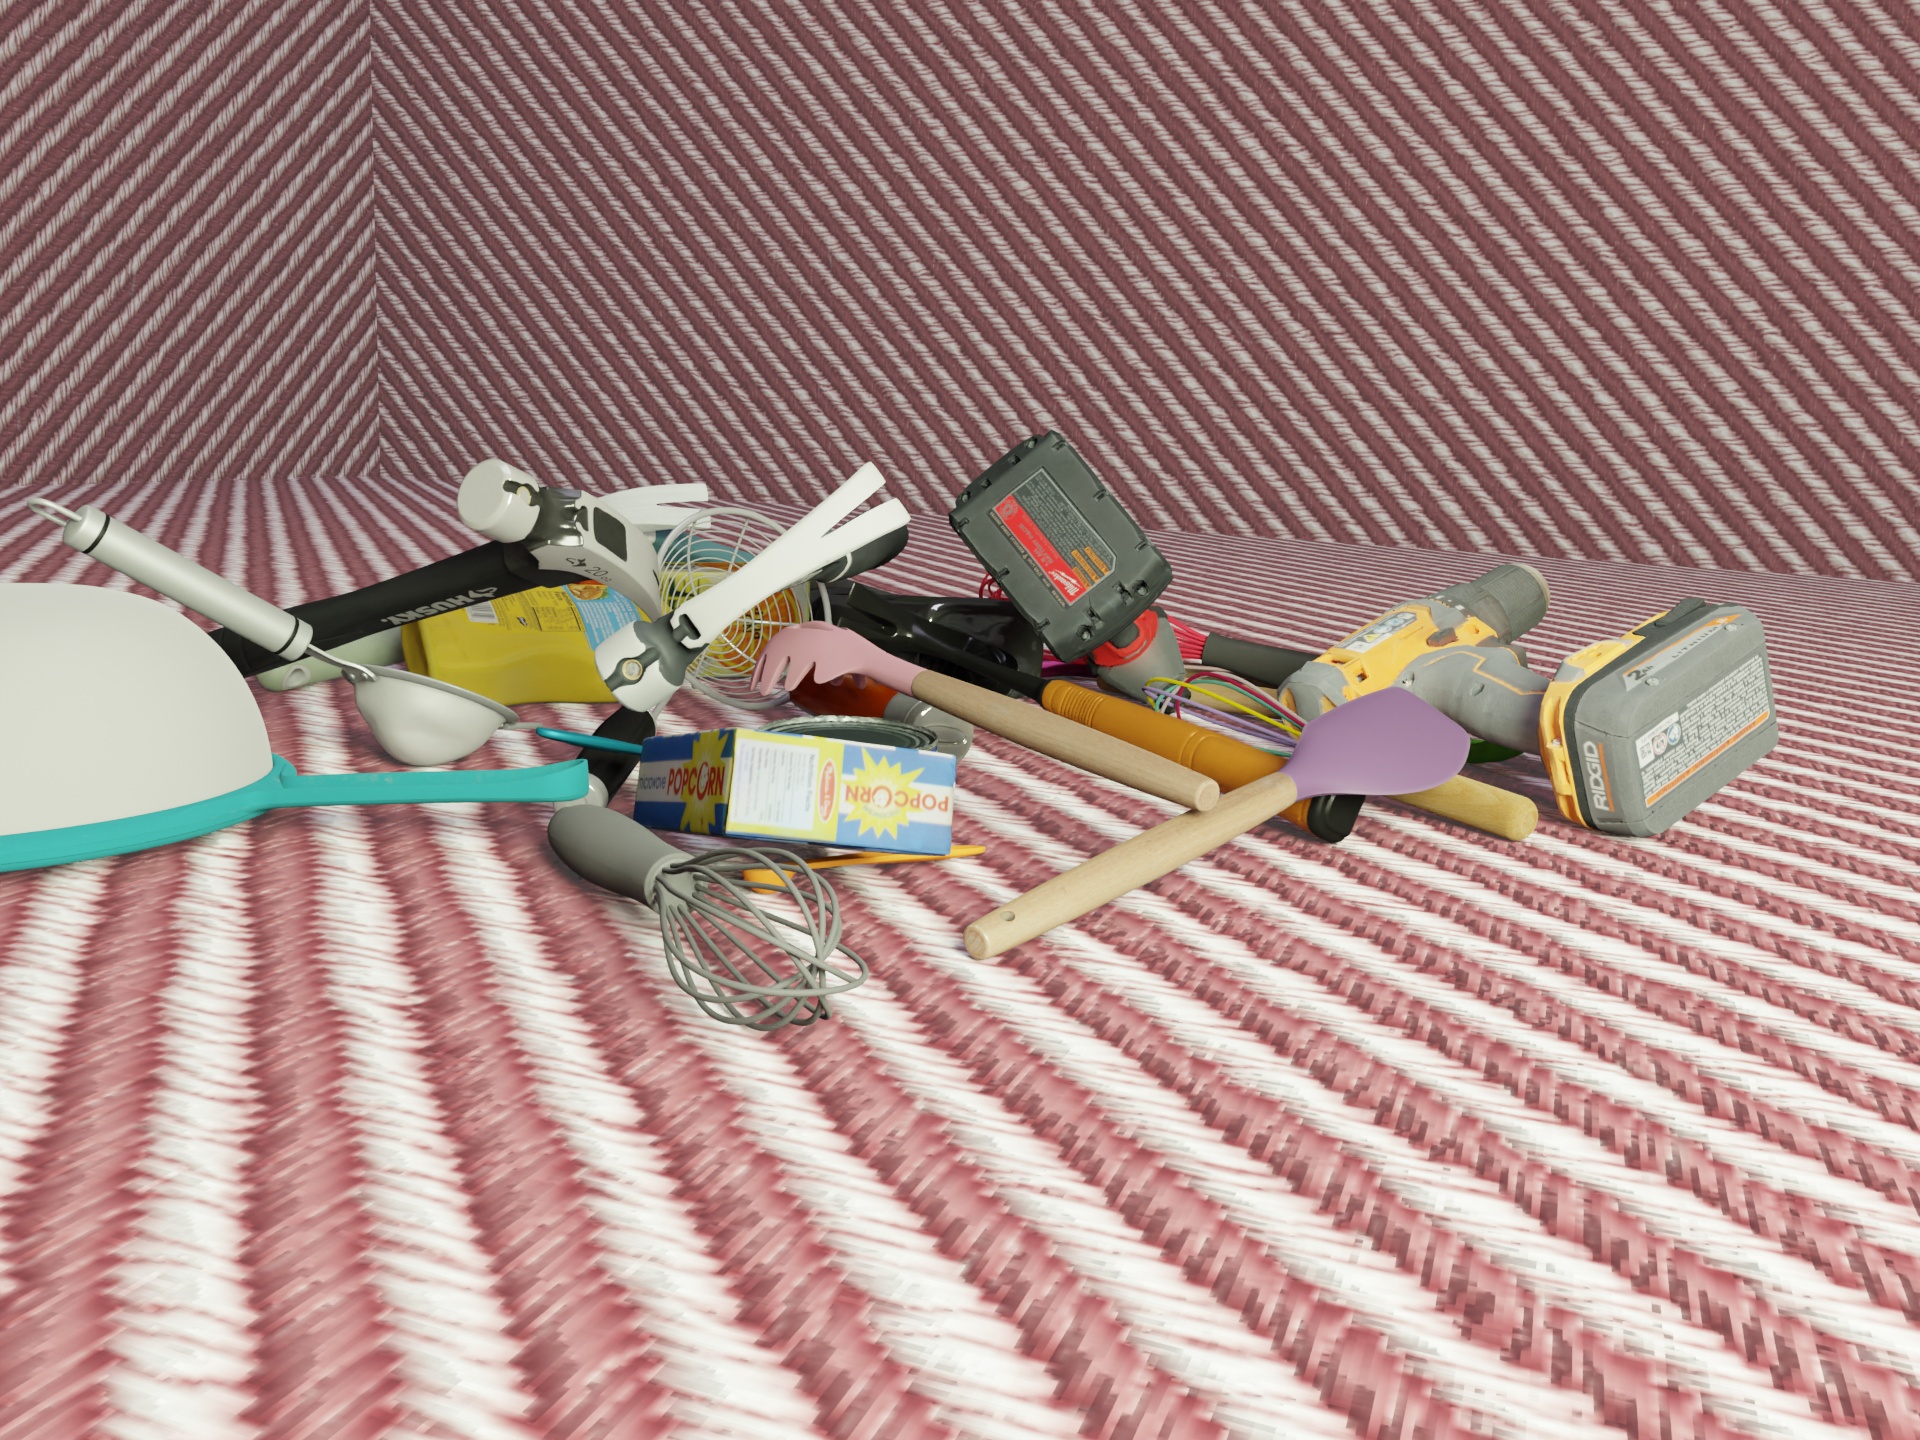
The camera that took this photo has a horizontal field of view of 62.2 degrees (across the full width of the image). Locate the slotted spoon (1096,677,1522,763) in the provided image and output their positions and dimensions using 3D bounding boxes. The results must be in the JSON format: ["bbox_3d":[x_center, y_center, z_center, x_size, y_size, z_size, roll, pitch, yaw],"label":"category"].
[{"bbox_3d":[0.211,-0.008,0.981,0.314,0.031,0.070,10,28,42],"label":"slotted spoon"}]

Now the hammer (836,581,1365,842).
[{"bbox_3d":[0.067,-0.006,0.823,0.127,0.034,0.337,21,2,-39],"label":"hammer"}]

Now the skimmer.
[{"bbox_3d":[-0.136,-0.031,0.844,0.090,0.127,0.363,-31,13,9],"label":"skimmer"}]

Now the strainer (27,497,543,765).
[{"bbox_3d":[-0.302,-0.032,0.731,0.087,0.050,0.258,-1,-27,41],"label":"strainer"}]

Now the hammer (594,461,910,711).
[{"bbox_3d":[-0.072,-0.089,0.872,0.149,0.036,0.409,-34,5,11],"label":"hammer"}]

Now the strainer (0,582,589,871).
[{"bbox_3d":[-0.318,-0.008,0.631,0.340,0.095,0.211,-1,10,3],"label":"strainer"}]

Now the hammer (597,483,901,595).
[{"bbox_3d":[-0.149,-0.110,1.189,0.128,0.033,0.330,-22,-22,36],"label":"hammer"}]

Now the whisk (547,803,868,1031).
[{"bbox_3d":[-0.099,0.056,0.535,0.055,0.055,0.239,-4,8,-30],"label":"whisk"}]

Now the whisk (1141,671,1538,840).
[{"bbox_3d":[0.185,0.017,0.816,0.051,0.047,0.245,-21,27,-33],"label":"whisk"}]

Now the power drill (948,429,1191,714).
[{"bbox_3d":[0.078,-0.075,0.944,0.078,0.143,0.219,-39,-16,5],"label":"power drill"}]

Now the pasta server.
[{"bbox_3d":[-0.001,-0.002,0.723,0.060,0.040,0.316,-5,17,-37],"label":"pasta server"}]

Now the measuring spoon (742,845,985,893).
[{"bbox_3d":[-0.035,0.058,0.629,0.116,0.011,0.021,-2,1,-40],"label":"measuring spoon"}]

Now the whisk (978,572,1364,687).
[{"bbox_3d":[0.149,-0.053,1.080,0.296,0.073,0.073,16,15,18],"label":"whisk"}]

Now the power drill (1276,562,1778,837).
[{"bbox_3d":[0.306,-0.026,0.837,0.185,0.084,0.226,-29,23,-24],"label":"power drill"}]

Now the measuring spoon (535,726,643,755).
[{"bbox_3d":[-0.139,0.021,0.683,0.042,0.021,0.128,12,-3,28],"label":"measuring spoon"}]

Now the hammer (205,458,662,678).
[{"bbox_3d":[-0.304,-0.049,0.794,0.335,0.035,0.146,-13,-18,23],"label":"hammer"}]

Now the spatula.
[{"bbox_3d":[0.116,0.036,0.638,0.316,0.018,0.060,-19,49,-42],"label":"spatula"}]

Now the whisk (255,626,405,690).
[{"bbox_3d":[-0.355,-0.054,1.042,0.059,0.057,0.246,34,26,18],"label":"whisk"}]

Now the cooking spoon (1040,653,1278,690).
[{"bbox_3d":[0.122,-0.036,1.123,0.319,0.017,0.069,5,12,16],"label":"cooking spoon"}]
